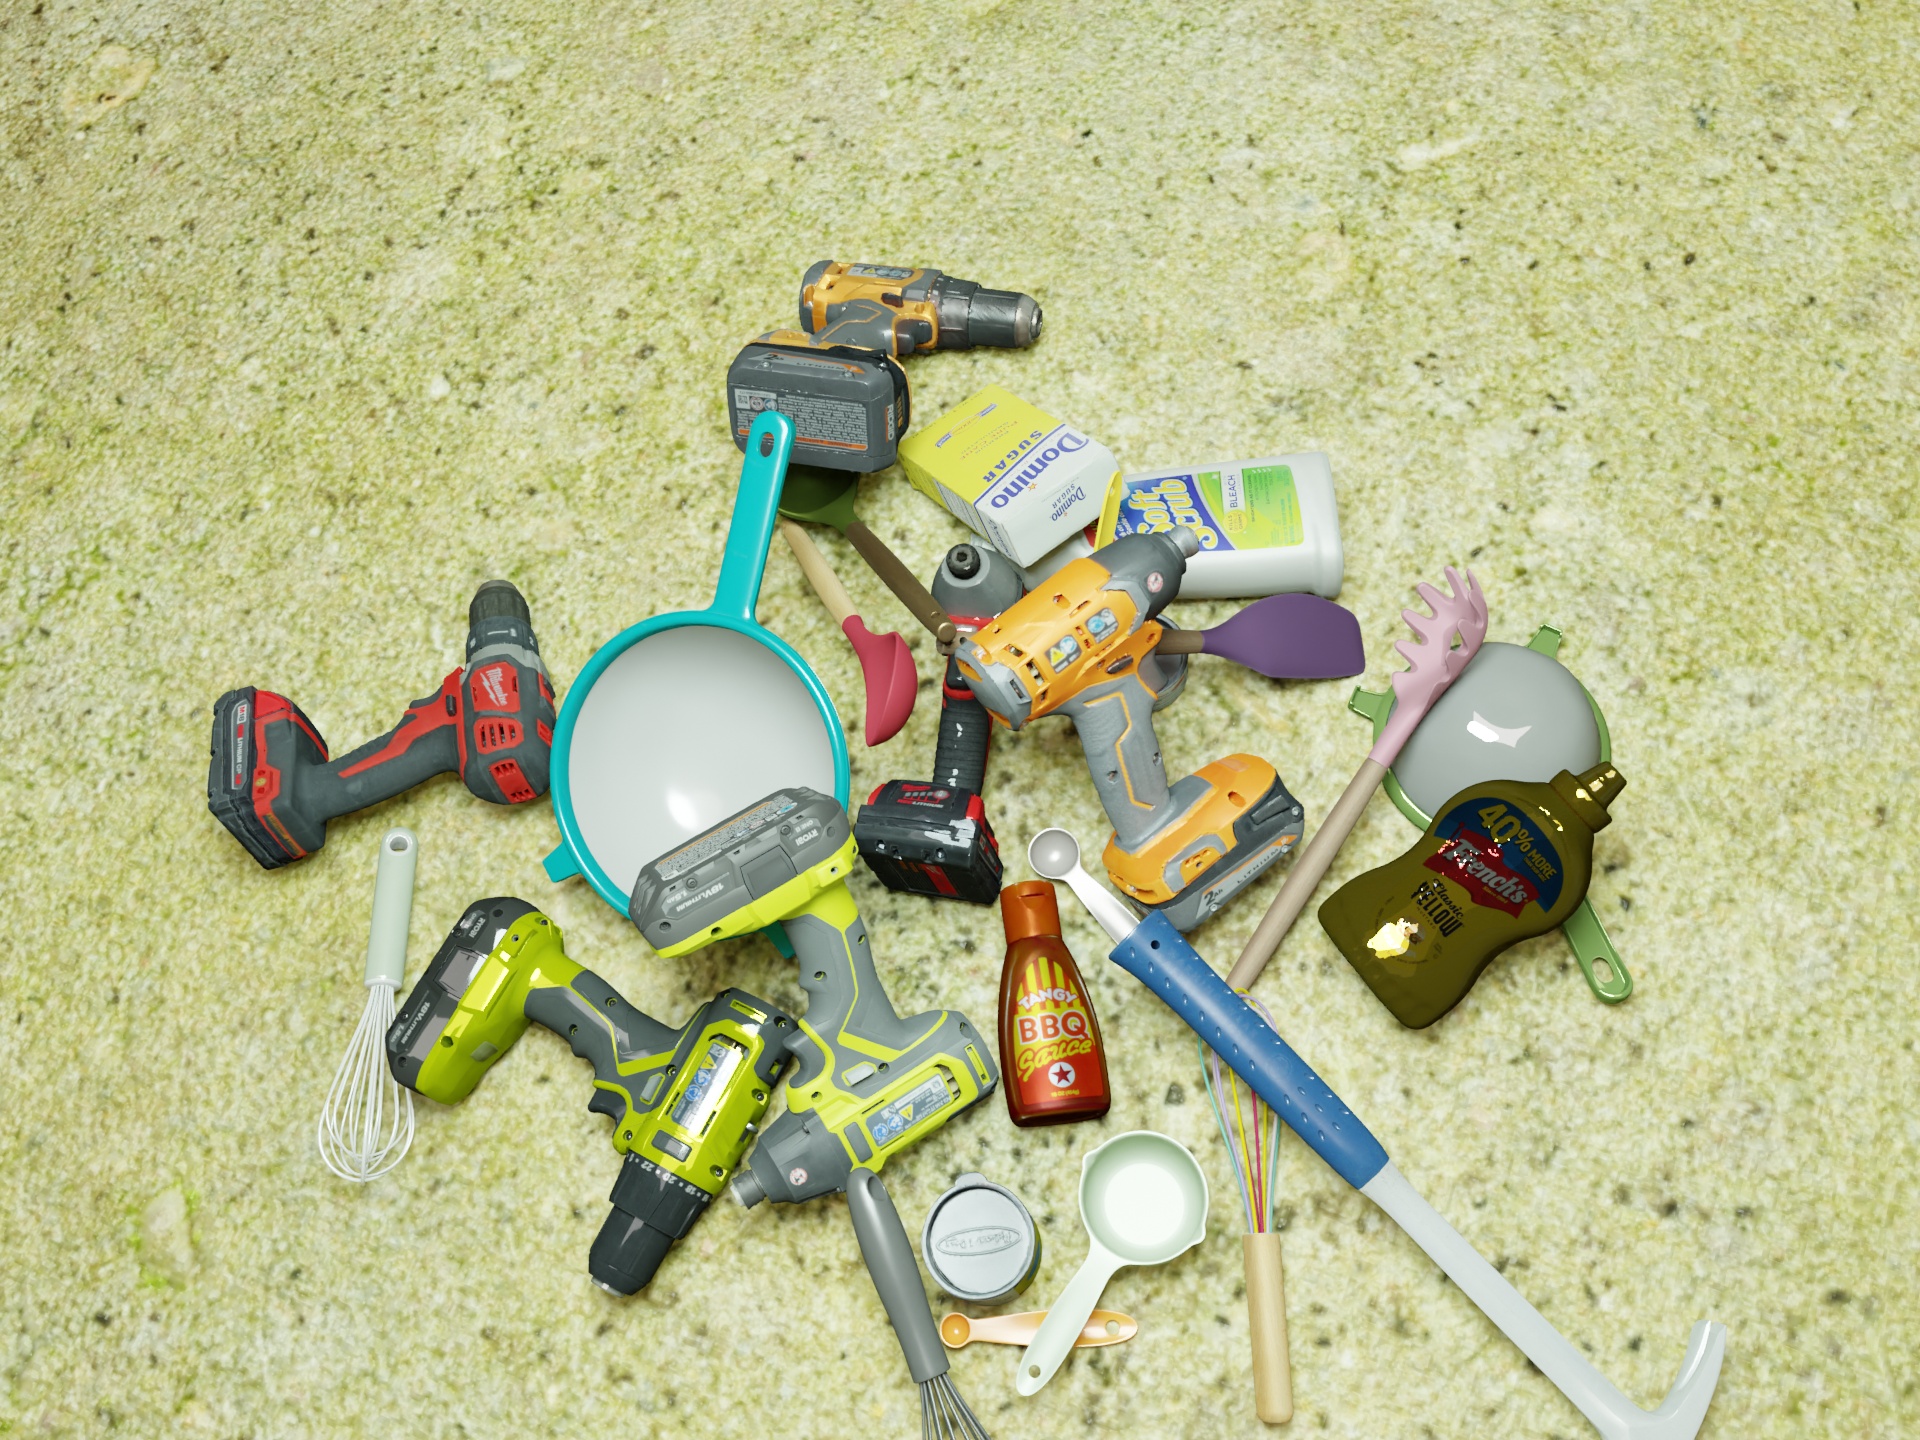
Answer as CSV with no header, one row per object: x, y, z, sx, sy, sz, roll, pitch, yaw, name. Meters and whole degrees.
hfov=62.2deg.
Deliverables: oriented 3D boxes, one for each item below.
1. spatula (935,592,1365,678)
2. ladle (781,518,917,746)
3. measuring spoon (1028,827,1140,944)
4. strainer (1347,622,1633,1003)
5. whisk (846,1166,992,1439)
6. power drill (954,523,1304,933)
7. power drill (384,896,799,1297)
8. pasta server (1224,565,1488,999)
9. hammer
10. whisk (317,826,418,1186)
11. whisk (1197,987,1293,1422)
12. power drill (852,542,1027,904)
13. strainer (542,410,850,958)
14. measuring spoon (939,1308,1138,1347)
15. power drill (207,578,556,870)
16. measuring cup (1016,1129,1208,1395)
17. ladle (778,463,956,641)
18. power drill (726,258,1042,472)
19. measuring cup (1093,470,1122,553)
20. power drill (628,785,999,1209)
0.130,-0.053,1.023,0.315,0.018,0.060,-2,78,-24,spatula
-0.080,-0.073,1.052,0.031,0.069,0.316,9,24,-24,ladle
0.091,0.120,1.035,0.034,0.018,0.124,-41,74,-7,measuring spoon
0.359,0.050,0.995,0.151,0.069,0.257,-18,64,0,strainer
-0.019,0.369,0.897,0.055,0.055,0.239,-21,76,-2,whisk
0.119,-0.001,0.974,0.164,0.084,0.226,-38,112,-9,power drill
-0.238,0.228,0.997,0.228,0.080,0.191,24,71,14,power drill
0.241,0.046,0.997,0.040,0.060,0.316,33,88,-22,pasta server
0.247,0.261,0.903,0.144,0.035,0.406,-42,77,-12,hammer
-0.384,0.184,1.055,0.057,0.059,0.247,5,60,-16,whisk
0.172,0.279,0.936,0.051,0.047,0.245,-3,69,5,whisk
-0.002,-0.003,1.031,0.078,0.143,0.220,7,70,13,power drill
-0.141,-0.028,1.041,0.211,0.095,0.340,15,96,17,strainer
0.046,0.359,0.937,0.117,0.011,0.021,-2,66,3,measuring spoon
-0.397,-0.004,1.116,0.226,0.080,0.188,-16,51,-2,power drill
0.083,0.320,0.933,0.083,0.038,0.167,31,76,19,measuring cup
-0.068,-0.128,1.062,0.078,0.062,0.320,-31,33,-5,ladle
-0.051,-0.265,1.151,0.185,0.084,0.226,10,39,13,power drill
0.080,-0.100,1.063,0.029,0.156,0.062,27,38,23,measuring cup
-0.096,0.168,0.940,0.171,0.080,0.223,-30,104,-15,power drill
